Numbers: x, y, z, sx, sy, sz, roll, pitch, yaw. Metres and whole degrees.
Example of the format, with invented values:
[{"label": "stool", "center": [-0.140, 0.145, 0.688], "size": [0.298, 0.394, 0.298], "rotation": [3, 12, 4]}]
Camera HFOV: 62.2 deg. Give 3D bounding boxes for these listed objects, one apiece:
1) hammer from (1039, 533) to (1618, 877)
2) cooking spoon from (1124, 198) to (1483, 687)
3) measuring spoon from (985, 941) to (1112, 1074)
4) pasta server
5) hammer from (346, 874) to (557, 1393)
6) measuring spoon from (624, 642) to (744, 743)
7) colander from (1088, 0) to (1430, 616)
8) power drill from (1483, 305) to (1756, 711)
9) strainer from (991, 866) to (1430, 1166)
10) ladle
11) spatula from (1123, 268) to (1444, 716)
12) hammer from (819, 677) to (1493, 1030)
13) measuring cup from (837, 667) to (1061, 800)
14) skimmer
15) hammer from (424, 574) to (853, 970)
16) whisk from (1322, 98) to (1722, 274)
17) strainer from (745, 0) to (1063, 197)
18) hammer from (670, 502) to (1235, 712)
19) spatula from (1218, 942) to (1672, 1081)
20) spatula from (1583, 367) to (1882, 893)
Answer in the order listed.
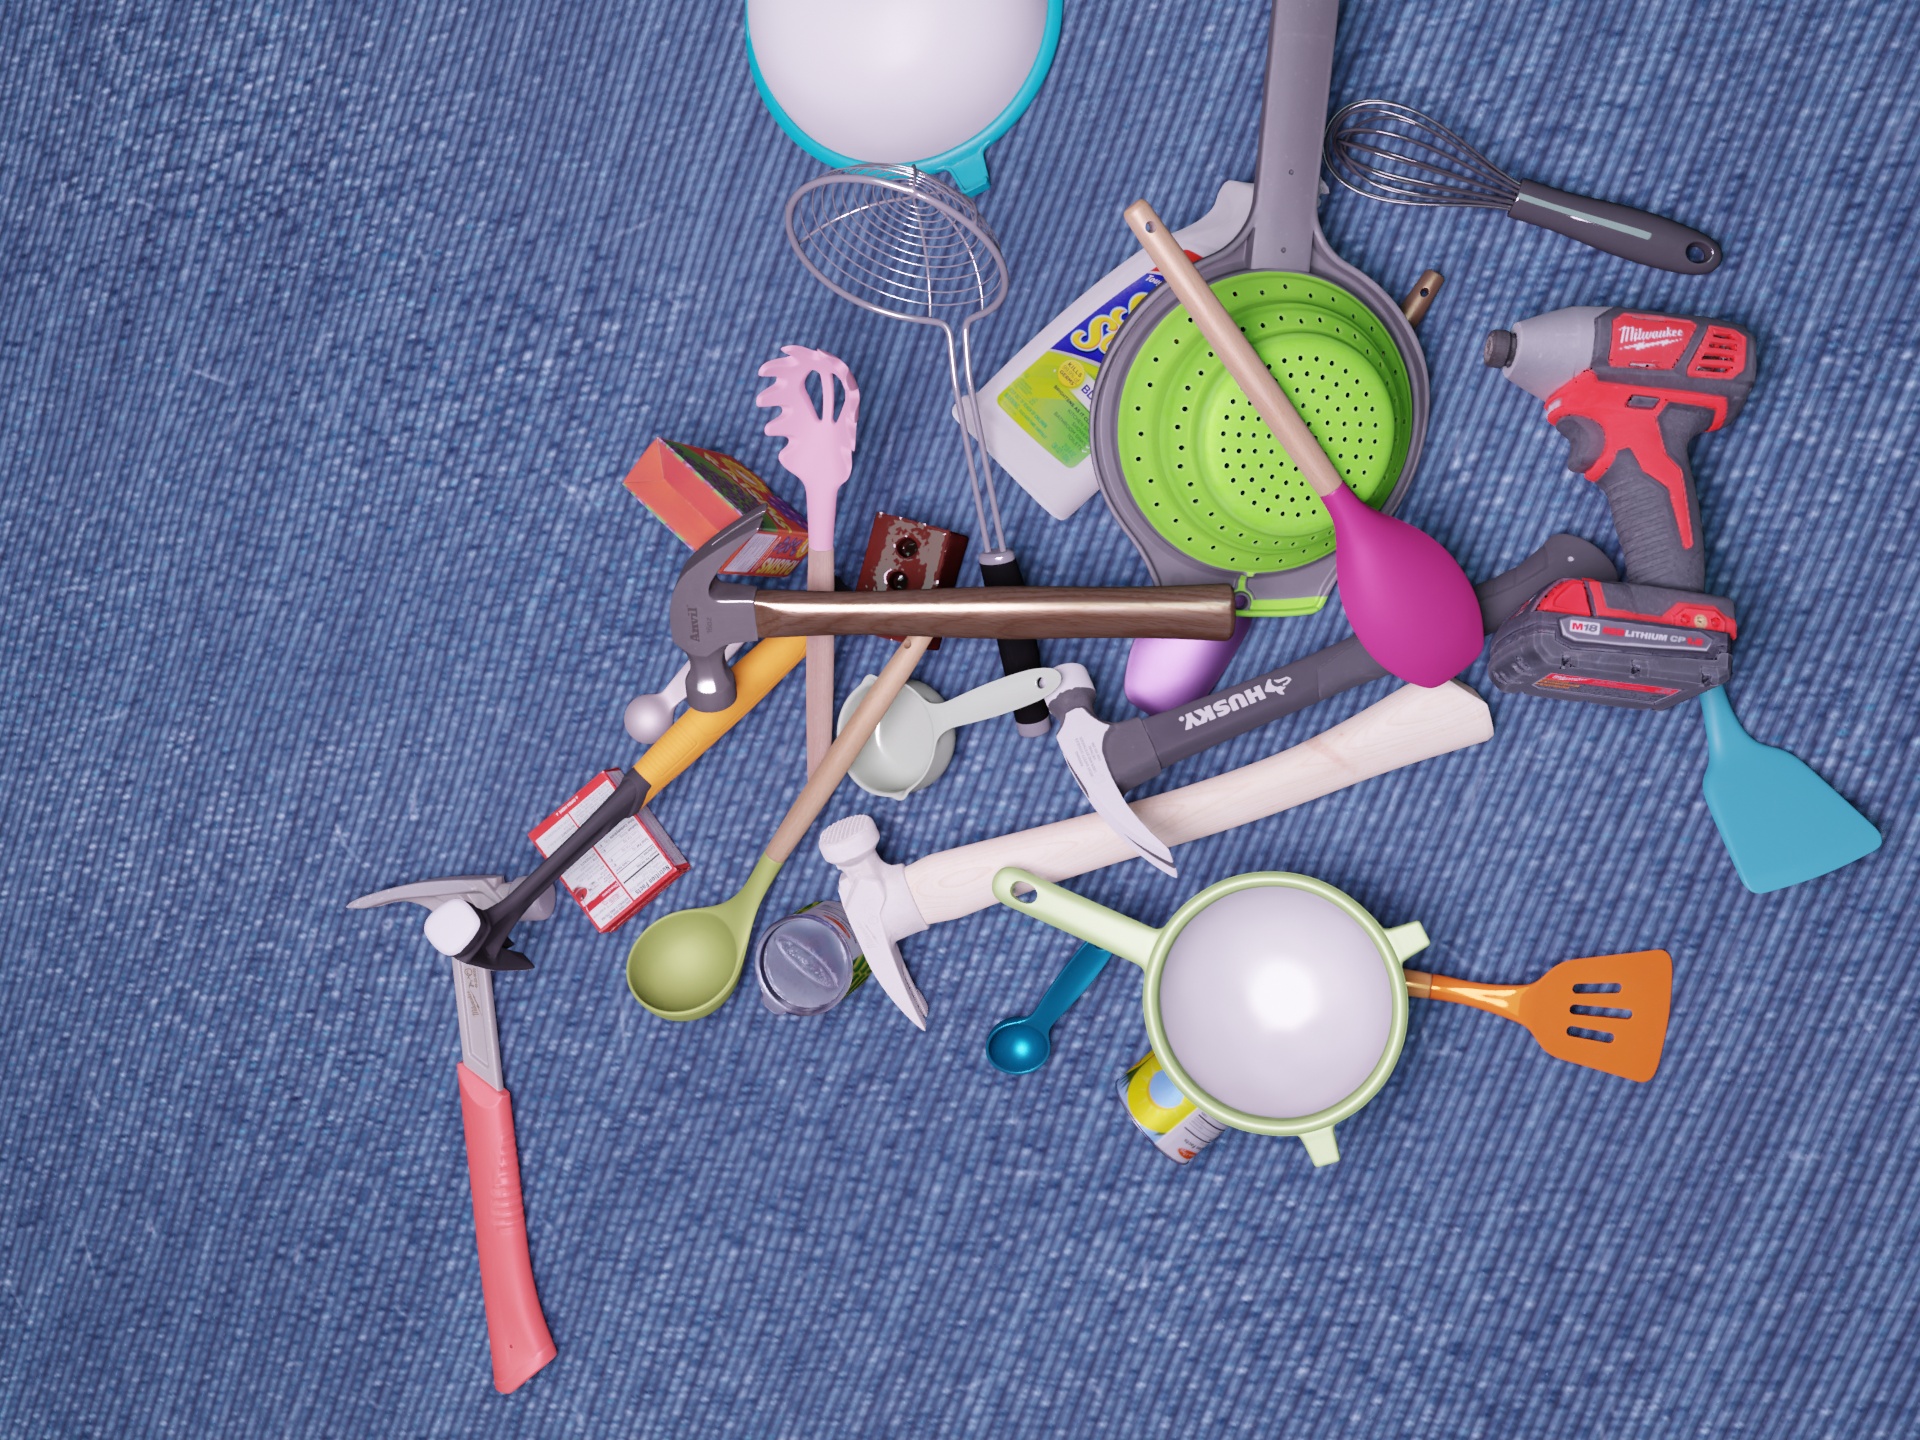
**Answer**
[{"label": "hammer", "center": [0.223, -0.026, 0.933], "size": [0.335, 0.035, 0.146], "rotation": [-22, 58, 2]}, {"label": "cooking spoon", "center": [0.185, -0.144, 0.854], "size": [0.069, 0.017, 0.318], "rotation": [-38, 106, 5]}, {"label": "measuring spoon", "center": [0.061, 0.174, 1.015], "size": [0.042, 0.021, 0.128], "rotation": [31, 110, -15]}, {"label": "pasta server", "center": [-0.089, -0.079, 0.973], "size": [0.060, 0.040, 0.316], "rotation": [13, 122, 15]}, {"label": "hammer", "center": [-0.339, 0.289, 1.117], "size": [0.149, 0.036, 0.359], "rotation": [-6, 91, 14]}, {"label": "measuring spoon", "center": [-0.183, -0.031, 1.072], "size": [0.124, 0.018, 0.034], "rotation": [-44, 83, 11]}, {"label": "colander", "center": [0.185, -0.244, 0.886], "size": [0.204, 0.094, 0.397], "rotation": [2, 105, -5]}, {"label": "power drill", "center": [0.357, -0.124, 0.880], "size": [0.143, 0.078, 0.220], "rotation": [8, 79, 1]}, {"label": "strainer", "center": [0.141, 0.145, 0.958], "size": [0.256, 0.069, 0.151], "rotation": [22, 92, 18]}, {"label": "ladle", "center": [-0.114, 0.066, 1.019], "size": [0.078, 0.062, 0.320], "rotation": [47, 112, 32]}, {"label": "spatula", "center": [0.199, -0.137, 0.977], "size": [0.060, 0.018, 0.316], "rotation": [34, 101, 4]}, {"label": "hammer", "center": [0.126, 0.071, 0.987], "size": [0.410, 0.038, 0.146], "rotation": [-19, 108, 10]}, {"label": "measuring cup", "center": [-0.002, -0.003, 1.001], "size": [0.167, 0.038, 0.083], "rotation": [-19, 83, 29]}, {"label": "skimmer", "center": [-0.007, -0.141, 0.925], "size": [0.127, 0.090, 0.363], "rotation": [5, 120, 34]}, {"label": "hammer", "center": [-0.192, 0.032, 1.025], "size": [0.337, 0.127, 0.034], "rotation": [-44, 77, -7]}, {"label": "whisk", "center": [0.326, -0.307, 0.927], "size": [0.239, 0.055, 0.055], "rotation": [21, 98, 7]}, {"label": "strainer", "center": [-0.105, -0.475, 0.991], "size": [0.340, 0.095, 0.211], "rotation": [22, 98, 10]}, {"label": "hammer", "center": [-0.005, -0.066, 0.935], "size": [0.331, 0.031, 0.130], "rotation": [0, 126, 2]}, {"label": "spatula", "center": [0.264, 0.158, 0.977], "size": [0.322, 0.041, 0.081], "rotation": [7, 94, 17]}, {"label": "spatula", "center": [0.423, -0.061, 0.915], "size": [0.082, 0.044, 0.317], "rotation": [-21, 86, -1]}]
